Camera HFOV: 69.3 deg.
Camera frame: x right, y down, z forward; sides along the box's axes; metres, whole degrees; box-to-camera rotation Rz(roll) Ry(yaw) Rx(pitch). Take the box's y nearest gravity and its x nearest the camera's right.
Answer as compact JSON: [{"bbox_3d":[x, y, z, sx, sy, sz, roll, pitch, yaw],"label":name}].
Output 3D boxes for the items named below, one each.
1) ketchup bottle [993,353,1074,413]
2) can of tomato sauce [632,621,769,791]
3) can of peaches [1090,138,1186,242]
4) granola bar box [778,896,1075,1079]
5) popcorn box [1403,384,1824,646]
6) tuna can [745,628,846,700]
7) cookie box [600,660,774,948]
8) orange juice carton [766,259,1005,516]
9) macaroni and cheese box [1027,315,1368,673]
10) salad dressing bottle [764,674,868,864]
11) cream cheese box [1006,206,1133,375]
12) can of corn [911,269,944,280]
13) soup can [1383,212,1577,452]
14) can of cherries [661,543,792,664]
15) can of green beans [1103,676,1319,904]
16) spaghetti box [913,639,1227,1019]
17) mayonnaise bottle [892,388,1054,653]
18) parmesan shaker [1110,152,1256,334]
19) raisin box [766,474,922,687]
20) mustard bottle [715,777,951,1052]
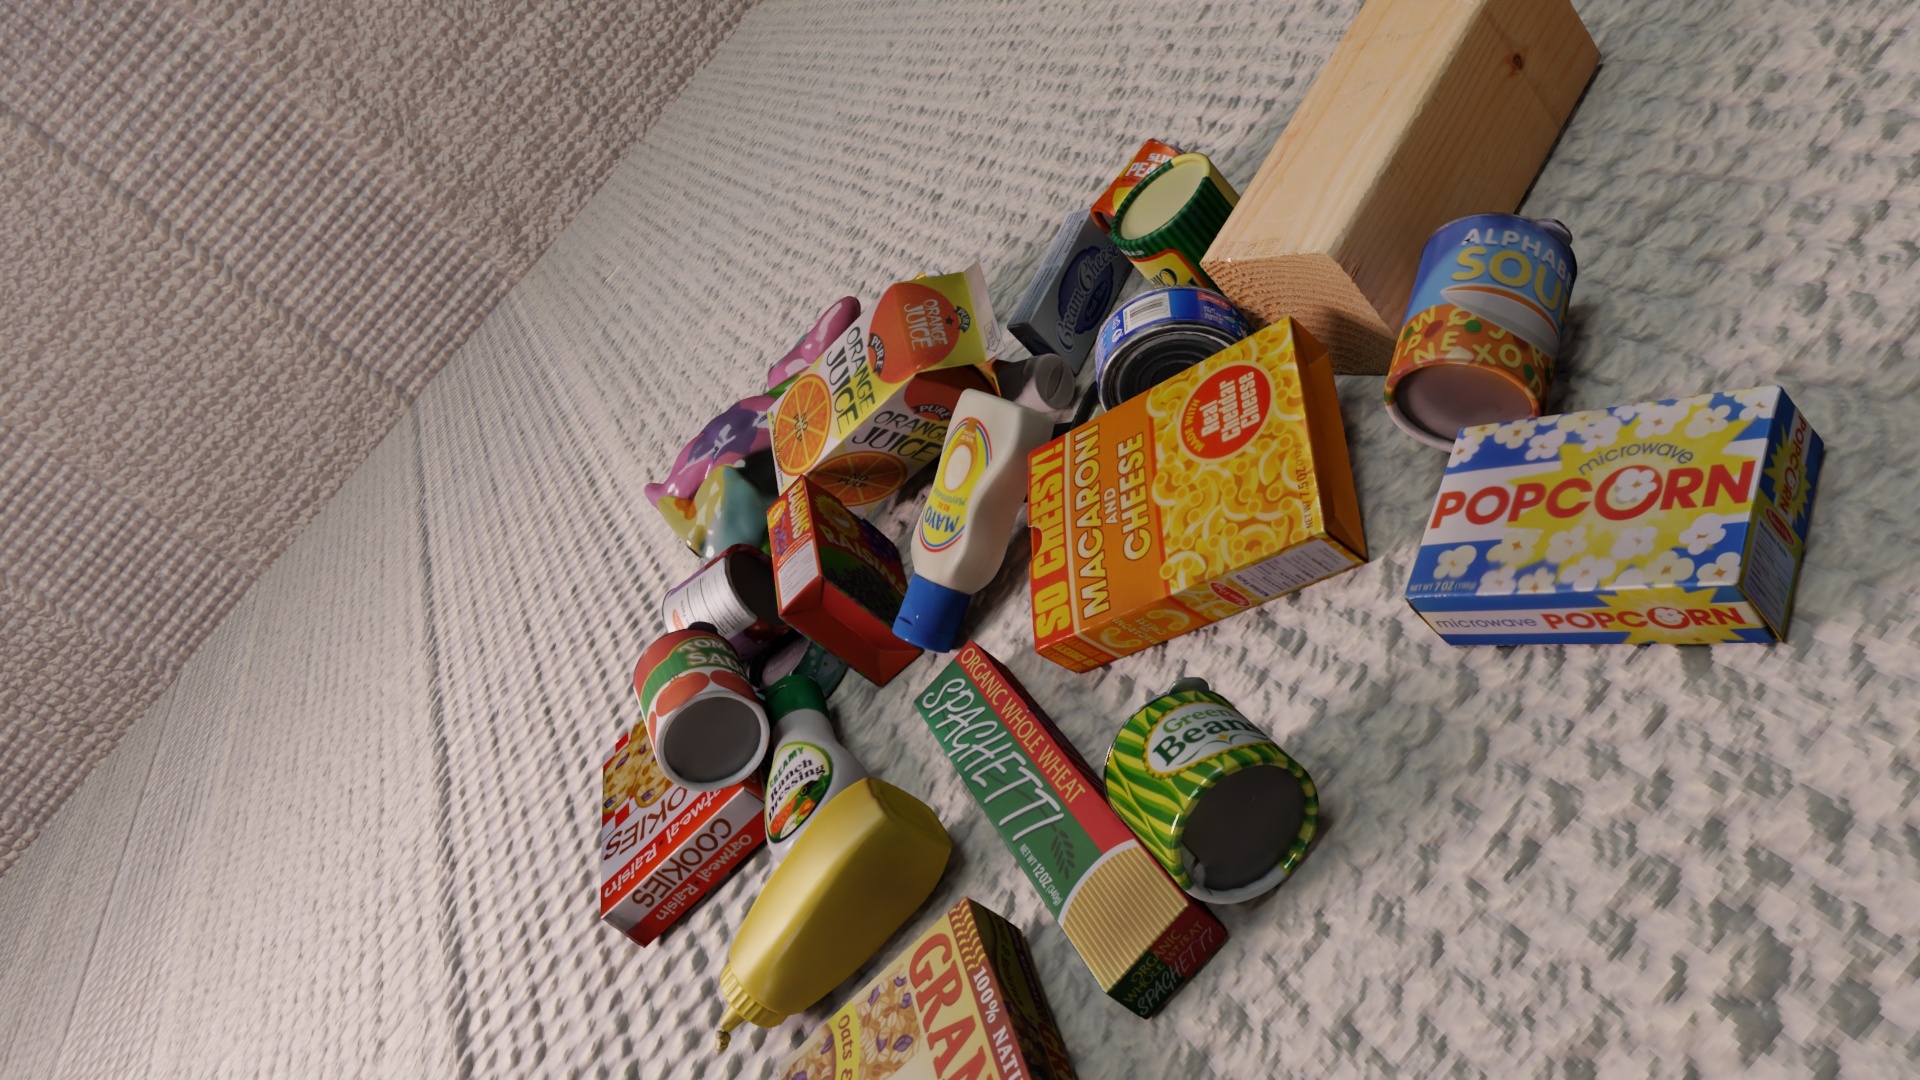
[{"bbox_3d":[0.012,-0.094,0.923,0.148,0.043,0.065,-7,53,50],"label":"ketchup bottle"},{"bbox_3d":[-0.151,0.097,0.815,0.071,0.071,0.083,-48,30,2],"label":"can of tomato sauce"},{"bbox_3d":[0.125,-0.212,0.881,0.058,0.071,0.071,-49,29,2],"label":"can of peaches"},{"bbox_3d":[-0.009,0.244,0.555,0.124,0.039,0.166,-44,29,10],"label":"granola bar box"},{"bbox_3d":[0.238,-0.006,0.515,0.126,0.038,0.085,-6,50,51],"label":"popcorn box"},{"bbox_3d":[-0.103,0.079,0.887,0.071,0.033,0.071,-34,32,25],"label":"tuna can"},{"bbox_3d":[-0.173,0.156,0.884,0.123,0.040,0.168,-43,28,10],"label":"cookie box"},{"bbox_3d":[-0.041,-0.097,0.889,0.192,0.073,0.072,-38,53,39],"label":"orange juice carton"},{"bbox_3d":[0.107,-0.019,0.682,0.166,0.040,0.124,-26,49,35],"label":"macaroni and cheese box"},{"bbox_3d":[-0.086,0.131,0.789,0.064,0.044,0.148,-46,29,11],"label":"salad dressing bottle"},{"bbox_3d":[0.073,-0.163,0.910,0.024,0.053,0.104,-3,53,51],"label":"cream cheese box"},{"bbox_3d":[-0.021,-0.155,1.025,0.071,0.058,0.071,-34,32,25],"label":"can of corn"},{"bbox_3d":[0.226,-0.090,0.599,0.071,0.071,0.084,-11,47,48],"label":"soup can"},{"bbox_3d":[-0.144,0.043,0.883,0.058,0.071,0.072,-35,32,23],"label":"can of cherries"},{"bbox_3d":[0.099,0.100,0.550,0.071,0.071,0.058,-49,29,1],"label":"can of green beans"},{"bbox_3d":[0.039,0.120,0.647,0.050,0.028,0.251,-47,29,2],"label":"spaghetti box"},{"bbox_3d":[0.003,-0.010,0.796,0.065,0.041,0.148,24,95,50],"label":"mayonnaise bottle"},{"bbox_3d":[0.137,-0.153,0.760,0.071,0.103,0.072,-35,32,26],"label":"parmesan shaker"},{"bbox_3d":[-0.074,0.022,0.859,0.040,0.086,0.124,-44,29,15],"label":"raisin box"},{"bbox_3d":[-0.074,0.191,0.685,0.160,0.065,0.049,-49,33,8],"label":"mustard bottle"}]
